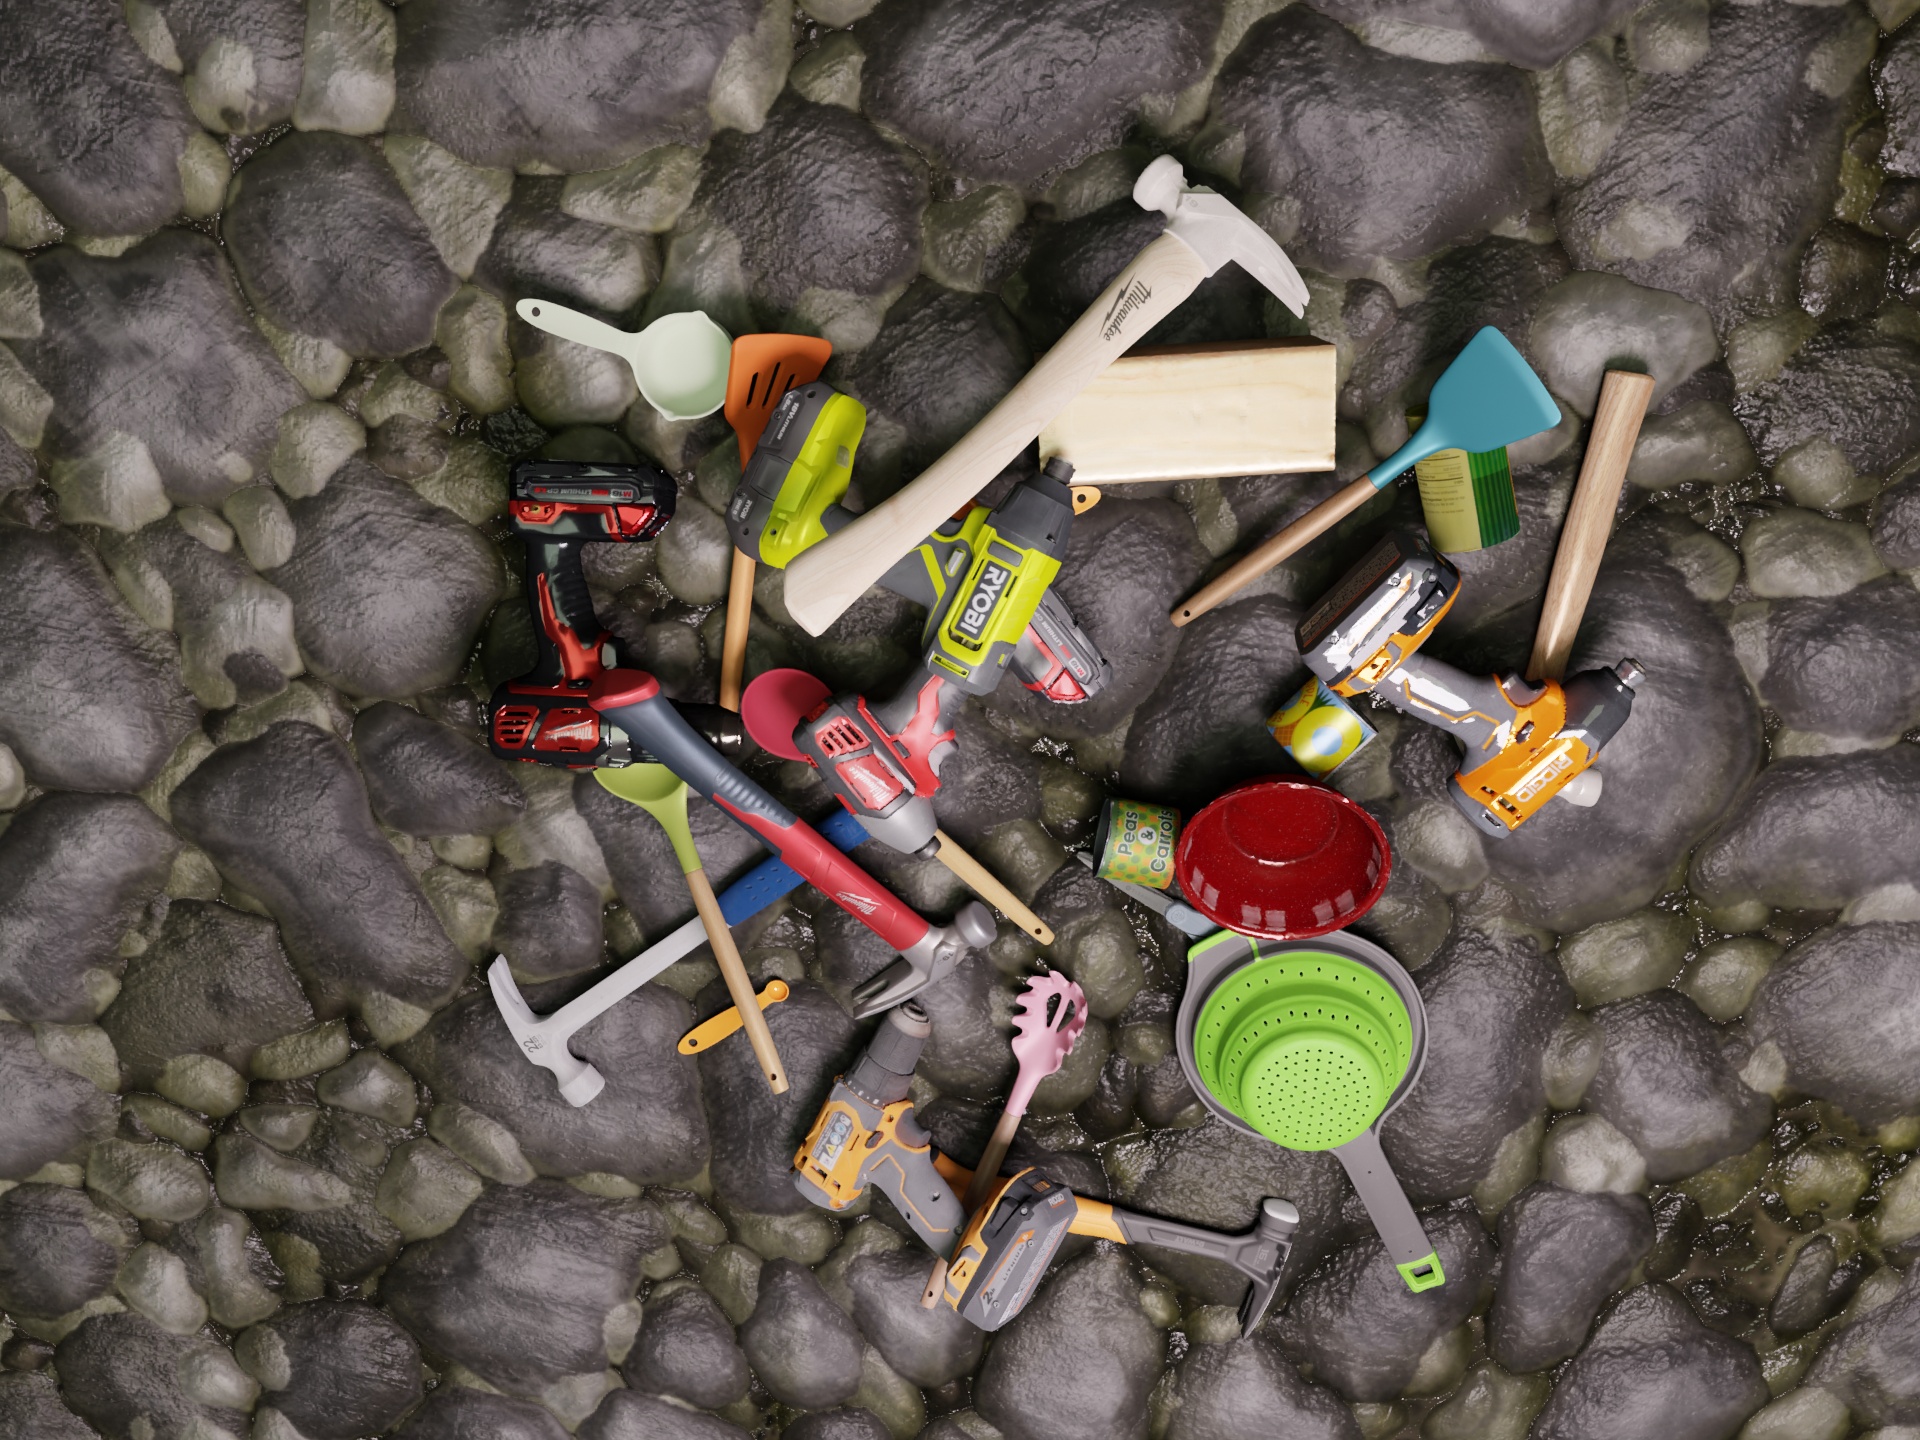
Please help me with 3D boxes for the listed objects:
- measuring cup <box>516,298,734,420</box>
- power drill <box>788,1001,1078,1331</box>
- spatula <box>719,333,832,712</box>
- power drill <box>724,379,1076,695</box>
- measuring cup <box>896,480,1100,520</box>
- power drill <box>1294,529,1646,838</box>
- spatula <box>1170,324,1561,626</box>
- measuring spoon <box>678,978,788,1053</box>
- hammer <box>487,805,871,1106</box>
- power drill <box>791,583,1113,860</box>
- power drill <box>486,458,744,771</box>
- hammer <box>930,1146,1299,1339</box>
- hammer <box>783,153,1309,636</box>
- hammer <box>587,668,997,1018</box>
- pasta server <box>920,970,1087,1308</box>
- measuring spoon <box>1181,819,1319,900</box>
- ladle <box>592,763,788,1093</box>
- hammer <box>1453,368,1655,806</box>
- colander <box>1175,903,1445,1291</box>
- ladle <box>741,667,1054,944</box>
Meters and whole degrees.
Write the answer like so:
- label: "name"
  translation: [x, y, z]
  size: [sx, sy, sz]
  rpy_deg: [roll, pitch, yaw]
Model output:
- label: "measuring cup"
  translation: [-0.242, -0.277, 1.170]
  size: [0.167, 0.038, 0.083]
  rpy_deg: [20, 107, -2]
- label: "power drill"
  translation: [-0.017, 0.357, 1.297]
  size: [0.226, 0.084, 0.185]
  rpy_deg: [32, 102, 25]
- label: "spatula"
  translation: [-0.159, -0.134, 1.206]
  size: [0.081, 0.041, 0.322]
  rpy_deg: [-5, 114, -35]
- label: "power drill"
  translation: [-0.037, -0.142, 1.121]
  size: [0.223, 0.080, 0.171]
  rpy_deg: [28, 97, 13]
- label: "measuring cup"
  translation: [0.019, -0.149, 1.192]
  size: [0.173, 0.052, 0.095]
  rpy_deg: [-16, 105, 5]
- label: "power drill"
  translation: [0.376, -0.035, 1.162]
  size: [0.226, 0.084, 0.164]
  rpy_deg: [38, 113, -12]
- label: "spatula"
  translation: [0.273, -0.157, 1.146]
  size: [0.317, 0.044, 0.082]
  rpy_deg: [-37, 93, 29]
- label: "measuring spoon"
  translation: [-0.192, 0.250, 1.345]
  size: [0.117, 0.011, 0.021]
  rpy_deg: [-33, 104, 15]
- label: "hammer"
  translation: [-0.207, 0.160, 1.302]
  size: [0.405, 0.035, 0.144]
  rpy_deg: [-35, 103, 11]
- label: "power drill"
  translation: [-0.002, -0.004, 1.191]
  size: [0.219, 0.078, 0.143]
  rpy_deg: [-39, 101, -5]
- label: "power drill"
  translation: [-0.252, -0.074, 1.182]
  size: [0.188, 0.080, 0.226]
  rpy_deg: [3, 93, 0]
- label: "hammer"
  translation: [0.115, 0.438, 1.378]
  size: [0.337, 0.034, 0.127]
  rpy_deg: [15, 106, -3]
- label: "hammer"
  translation: [0.048, -0.199, 1.065]
  size: [0.410, 0.038, 0.146]
  rpy_deg: [-44, 79, -7]
- label: "hammer"
  translation: [-0.143, 0.096, 1.208]
  size: [0.143, 0.038, 0.385]
  rpy_deg: [-35, 124, 18]
- label: "pasta server"
  translation: [0.030, 0.353, 1.328]
  size: [0.060, 0.040, 0.316]
  rpy_deg: [26, 97, 21]
- label: "measuring spoon"
  translation: [0.233, 0.113, 1.287]
  size: [0.128, 0.021, 0.042]
  rpy_deg: [30, 103, 2]
- label: "ladle"
  translation: [-0.203, 0.144, 1.245]
  size: [0.078, 0.062, 0.320]
  rpy_deg: [-23, 88, 10]
- label: "hammer"
  translation: [0.458, -0.098, 1.204]
  size: [0.130, 0.031, 0.331]
  rpy_deg: [9, 107, -1]
- label: "colander"
  translation: [0.315, 0.342, 1.300]
  size: [0.204, 0.094, 0.396]
  rpy_deg: [-25, 108, 14]
- label: "ladle"
  translation: [-0.043, 0.072, 1.237]
  size: [0.315, 0.031, 0.069]
  rpy_deg: [42, 99, -11]
